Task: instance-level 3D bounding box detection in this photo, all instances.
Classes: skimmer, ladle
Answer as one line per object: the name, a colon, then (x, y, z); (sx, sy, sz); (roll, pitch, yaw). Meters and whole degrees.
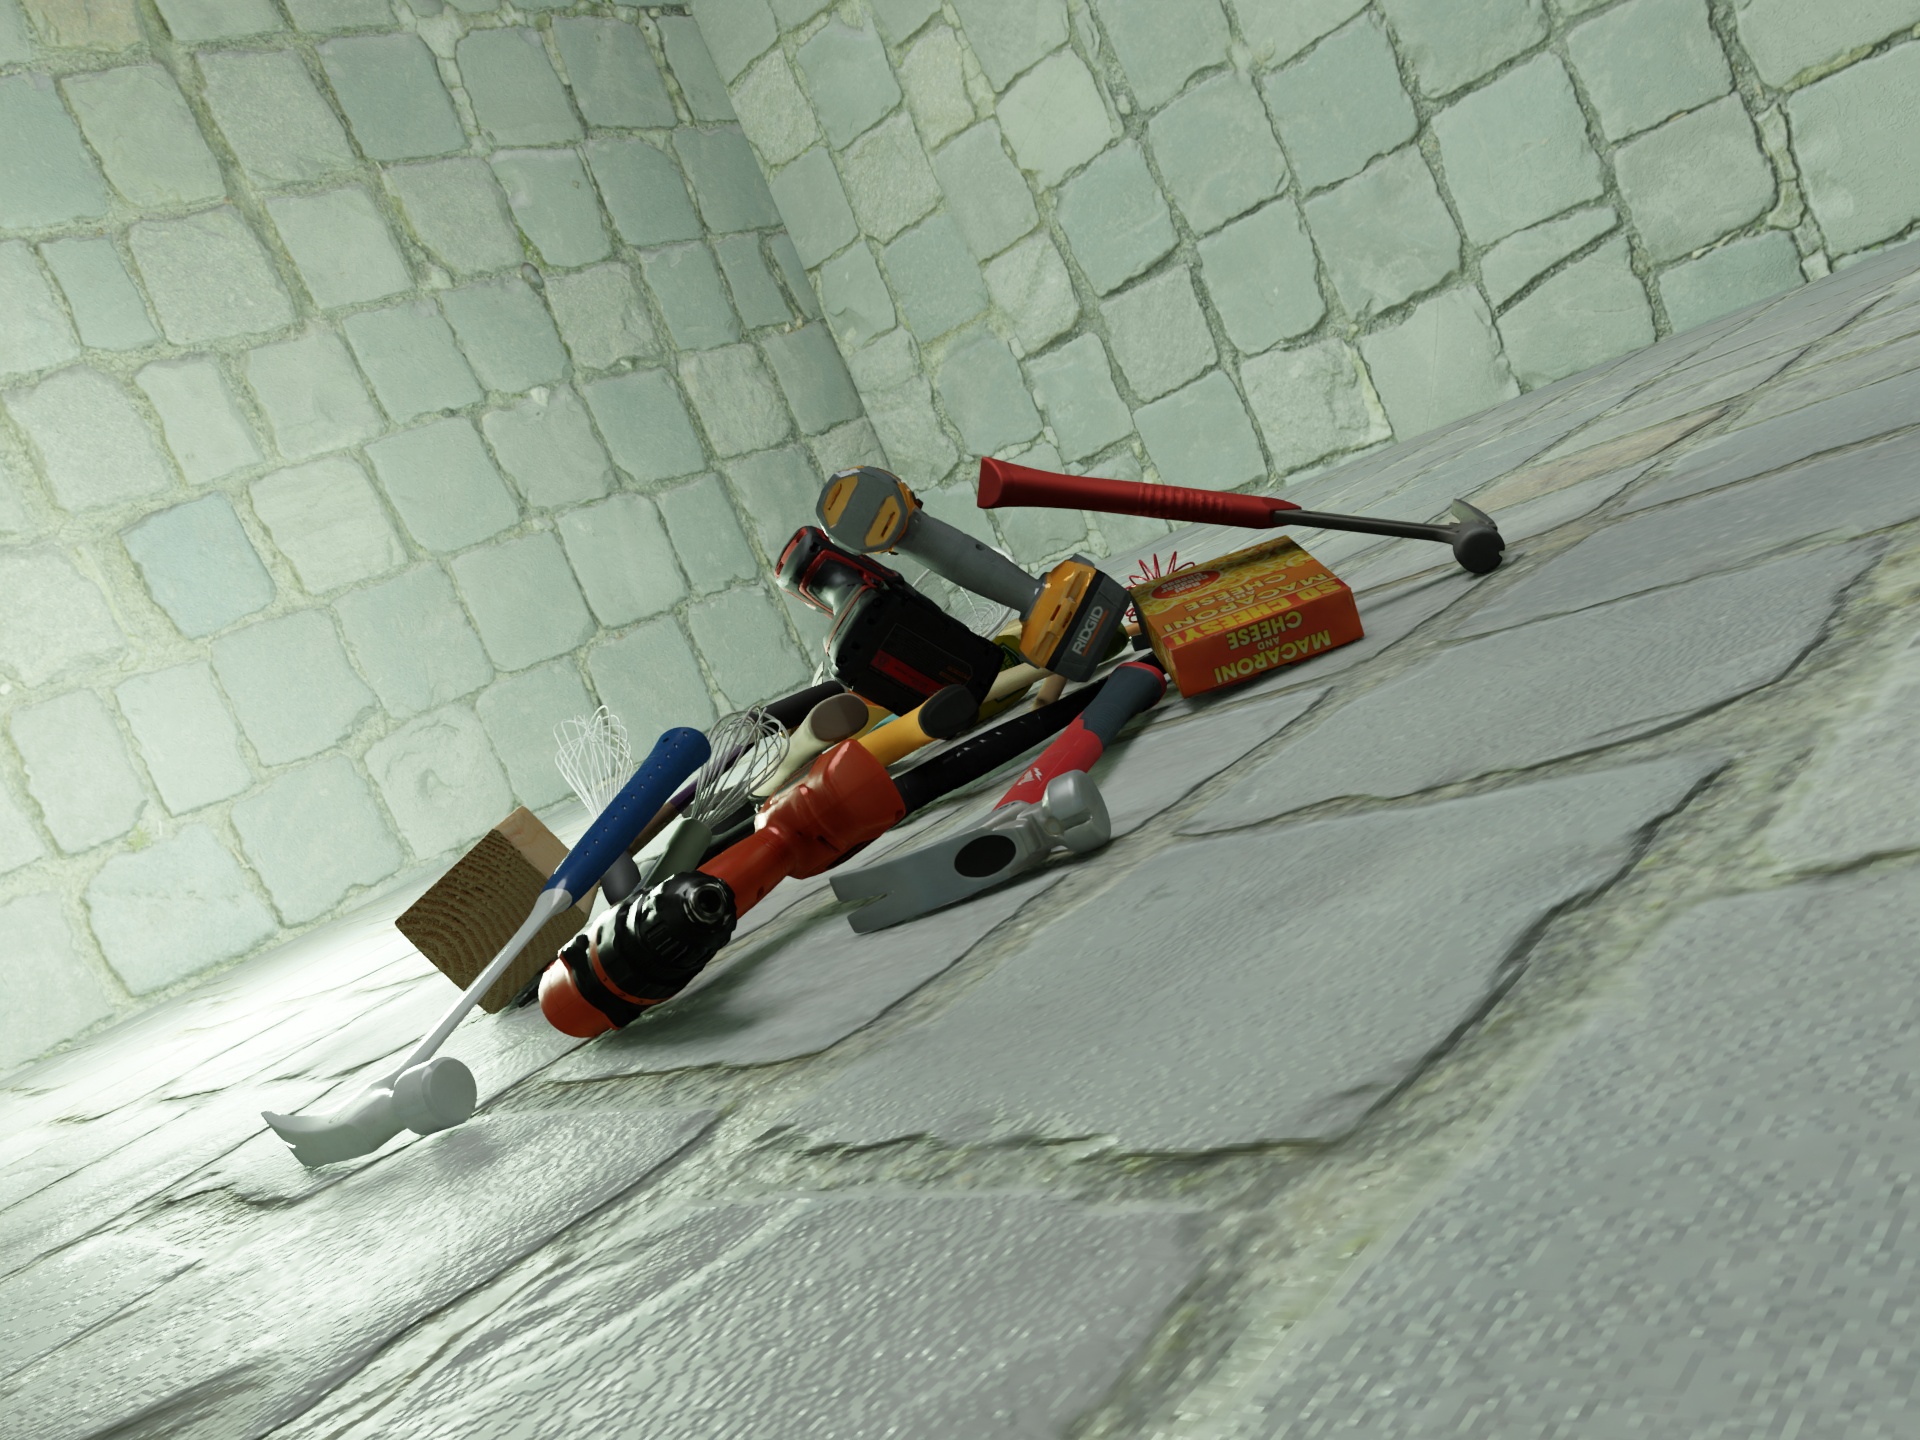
skimmer: (-0.074, -0.071, 1.367); (0.127, 0.090, 0.363); (3, 18, 36)
ladle: (0.093, -0.035, 1.372); (0.078, 0.062, 0.320); (-20, 13, 18)

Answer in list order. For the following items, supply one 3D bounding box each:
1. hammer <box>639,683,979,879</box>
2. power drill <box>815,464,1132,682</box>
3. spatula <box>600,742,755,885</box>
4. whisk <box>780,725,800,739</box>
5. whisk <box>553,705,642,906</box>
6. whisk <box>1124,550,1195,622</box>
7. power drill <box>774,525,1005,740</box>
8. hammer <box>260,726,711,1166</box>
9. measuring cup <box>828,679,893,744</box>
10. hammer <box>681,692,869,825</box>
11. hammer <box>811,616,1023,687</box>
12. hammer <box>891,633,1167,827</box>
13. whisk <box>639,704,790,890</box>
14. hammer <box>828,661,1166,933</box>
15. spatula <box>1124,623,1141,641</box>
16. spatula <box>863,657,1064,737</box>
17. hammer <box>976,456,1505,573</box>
hammer: (-0.102, 0.047, 1.170); (0.337, 0.034, 0.127); (-29, 1, 42)
power drill: (0.006, -0.117, 1.168); (0.084, 0.226, 0.185); (-62, 3, 8)
spatula: (-0.254, 0.088, 1.297); (0.316, 0.018, 0.060); (-43, 7, -21)
whisk: (-0.110, 0.001, 1.578); (0.051, 0.047, 0.245); (-31, -11, 25)
whisk: (-0.286, 0.070, 1.277); (0.070, 0.070, 0.285); (-24, 33, -5)
whisk: (0.180, -0.100, 1.388); (0.073, 0.073, 0.296); (-23, -4, 6)
power drill: (-0.041, -0.066, 1.232); (0.080, 0.187, 0.227); (-57, 25, 8)
hammer: (-0.251, 0.114, 0.944); (0.144, 0.035, 0.406); (-22, 19, 26)
measuring cup: (-0.049, 0.000, 1.491); (0.173, 0.052, 0.095); (4, 18, -28)
hammer: (-0.151, 0.038, 1.341); (0.146, 0.038, 0.410); (-25, -3, -17)
hammer: (-0.022, -0.059, 1.642); (0.331, 0.031, 0.130); (-21, -33, 33)
hammer: (0.067, -0.003, 1.157); (0.335, 0.035, 0.146); (-27, 7, -26)
whisk: (-0.180, 0.071, 1.099); (0.246, 0.059, 0.057); (-65, -6, -48)
hammer: (0.051, 0.027, 0.933); (0.143, 0.038, 0.386); (-23, 6, 20)
spatula: (0.058, -0.051, 1.567); (0.322, 0.081, 0.041); (-21, 38, -14)
spatula: (-0.002, -0.004, 1.320); (0.317, 0.044, 0.082); (-22, 4, 44)
hammer: (0.192, -0.151, 1.127); (0.359, 0.036, 0.149); (7, 17, 5)
